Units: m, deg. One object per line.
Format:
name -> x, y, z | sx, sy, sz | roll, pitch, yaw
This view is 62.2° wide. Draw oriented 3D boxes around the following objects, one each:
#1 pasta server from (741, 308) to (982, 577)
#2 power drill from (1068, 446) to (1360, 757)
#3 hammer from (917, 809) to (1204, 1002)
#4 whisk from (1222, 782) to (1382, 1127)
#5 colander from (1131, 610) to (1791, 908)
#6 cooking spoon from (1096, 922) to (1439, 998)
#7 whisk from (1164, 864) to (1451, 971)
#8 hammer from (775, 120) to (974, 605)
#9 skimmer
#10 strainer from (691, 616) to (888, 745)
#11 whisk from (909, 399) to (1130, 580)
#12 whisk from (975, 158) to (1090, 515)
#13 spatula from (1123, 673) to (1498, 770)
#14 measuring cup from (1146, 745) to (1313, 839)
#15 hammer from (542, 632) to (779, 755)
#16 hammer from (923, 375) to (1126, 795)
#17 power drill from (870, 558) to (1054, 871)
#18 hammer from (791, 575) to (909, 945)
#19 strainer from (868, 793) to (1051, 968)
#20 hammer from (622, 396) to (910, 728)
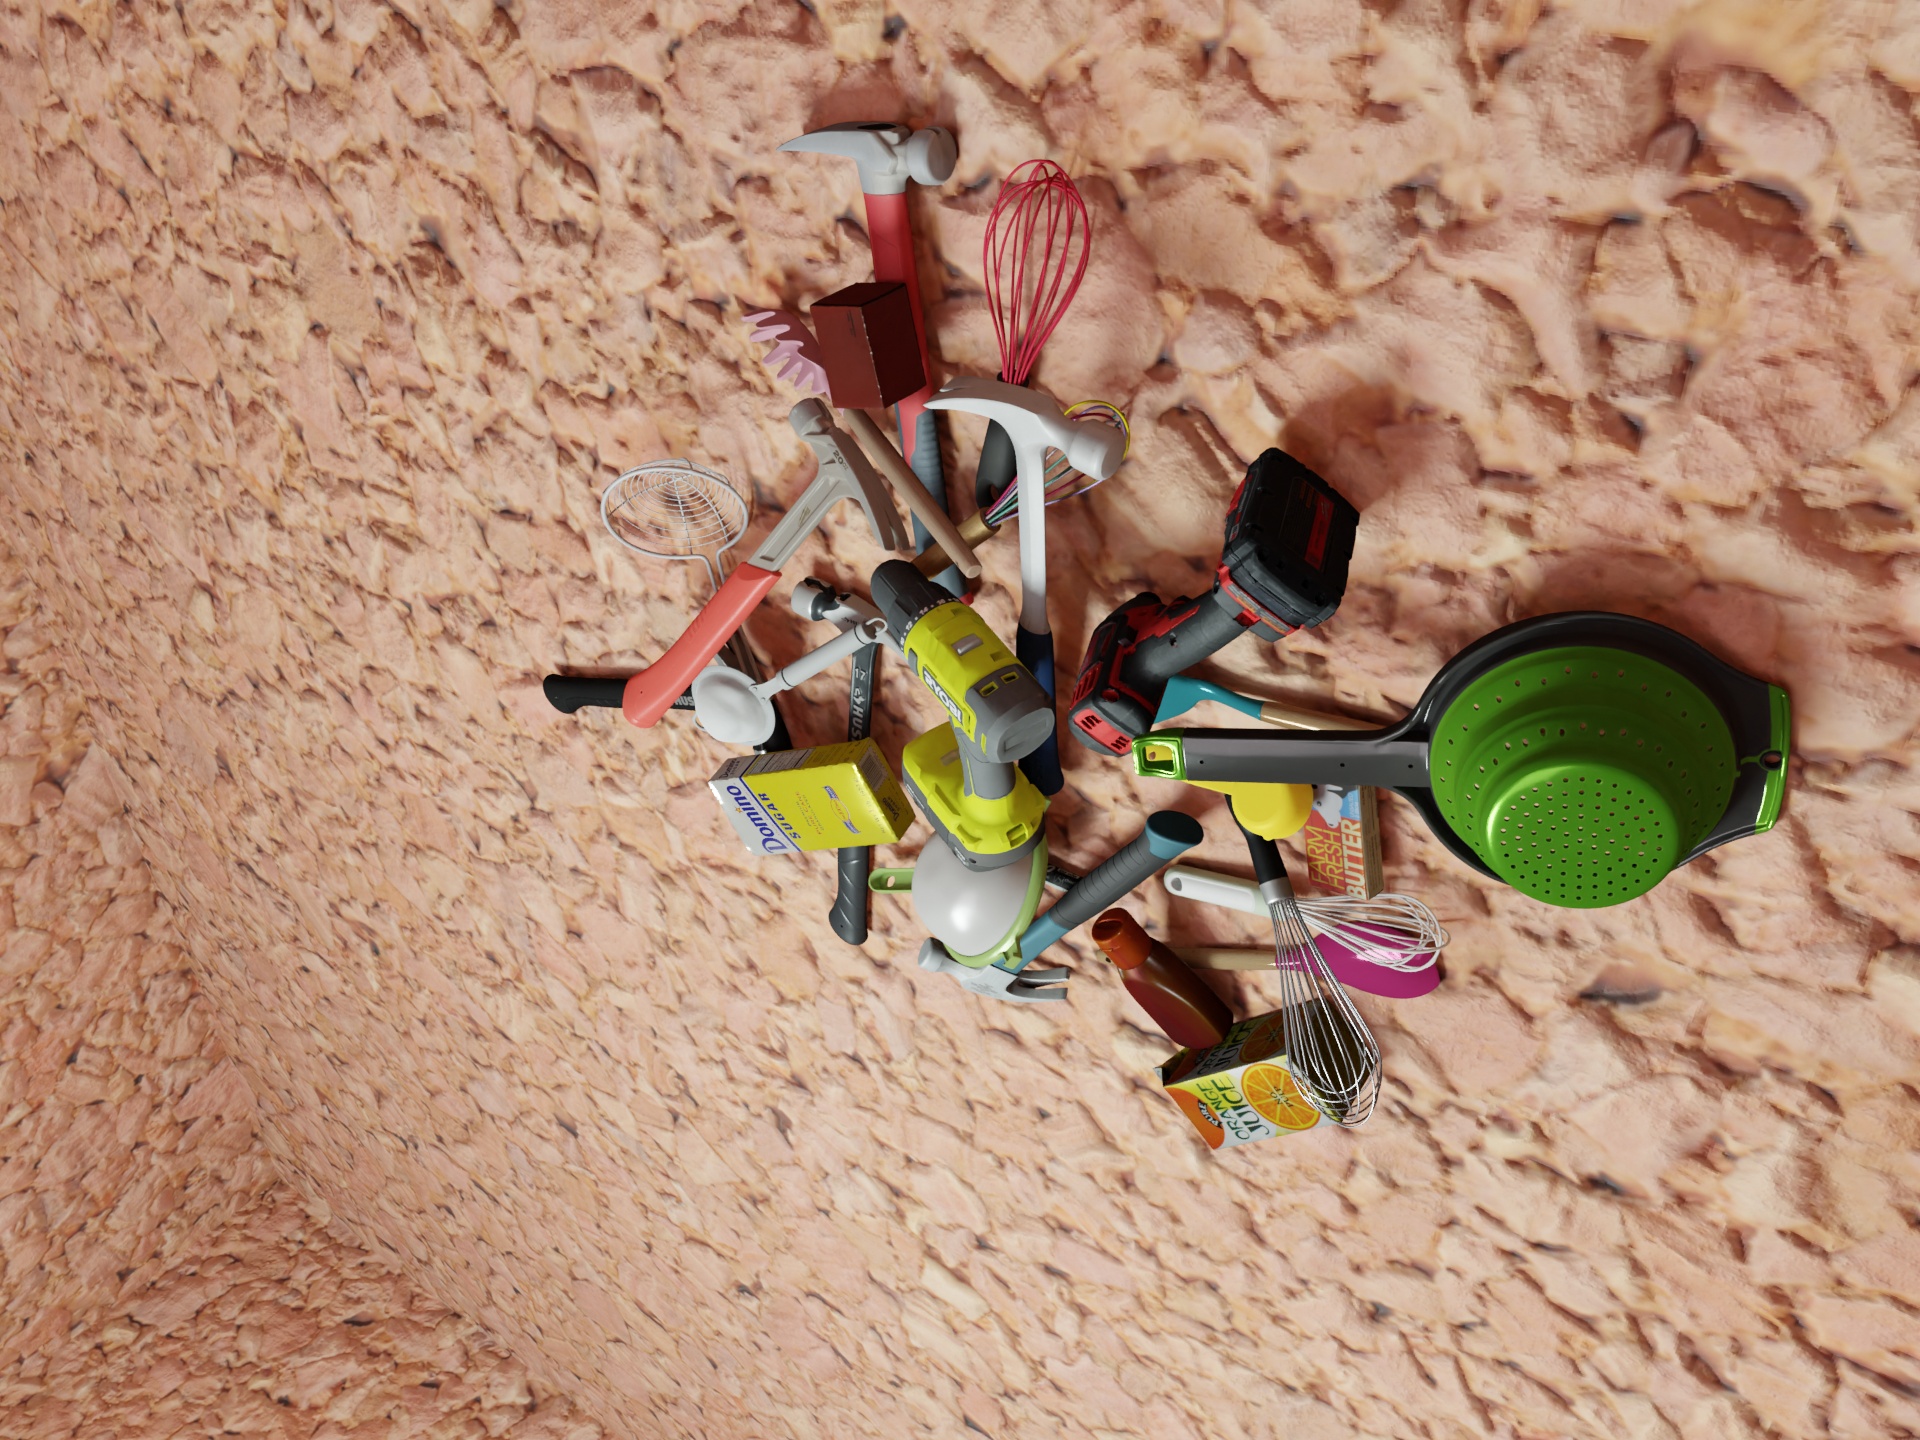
pasta server -> -0.075, -0.209, 1.178 | 0.316, 0.040, 0.060 | 55, 171, 31
power drill -> 0.162, -0.077, 1.075 | 0.078, 0.143, 0.219 | 35, 136, -13
hammer -> 0.092, 0.161, 1.341 | 0.128, 0.033, 0.331 | 25, 140, -17
whisk -> 0.241, 0.156, 1.161 | 0.070, 0.070, 0.285 | -36, 65, 49
colander -> 0.294, 0.044, 0.980 | 0.397, 0.094, 0.204 | 1, 122, 20
cooking spoon -> 0.237, 0.195, 1.289 | 0.319, 0.017, 0.068 | -6, 114, 44
whisk -> 0.257, 0.143, 1.214 | 0.246, 0.059, 0.057 | 10, 111, 43
hammer -> -0.048, -0.250, 1.205 | 0.143, 0.038, 0.386 | 17, 129, 34
skimmer -> -0.210, -0.064, 1.430 | 0.127, 0.090, 0.363 | -13, 108, 16
strainer -> -0.158, -0.034, 1.384 | 0.258, 0.050, 0.086 | -27, 108, 34
whisk -> 0.035, -0.162, 1.166 | 0.047, 0.051, 0.245 | 36, 137, -23
whisk -> 0.040, -0.254, 1.113 | 0.073, 0.073, 0.295 | 33, 142, 19
spatula -> 0.237, 0.009, 1.134 | 0.318, 0.044, 0.082 | 14, 158, 31
measuring cup -> 0.186, 0.043, 1.173 | 0.157, 0.029, 0.062 | 20, 96, 41
hammer -> -0.314, -0.031, 1.607 | 0.335, 0.035, 0.146 | 3, 121, 41
hammer -> 0.050, -0.081, 1.169 | 0.144, 0.035, 0.405 | 30, 149, 25
power drill -> -0.002, -0.004, 1.232 | 0.191, 0.080, 0.228 | 50, 160, 32
hammer -> -0.092, 0.062, 1.476 | 0.149, 0.036, 0.408 | 27, 134, 24
strainer -> -0.027, 0.133, 1.390 | 0.069, 0.151, 0.256 | 20, 164, -32
hammer -> -0.181, -0.097, 1.334 | 0.359, 0.036, 0.149 | -44, 68, 36
